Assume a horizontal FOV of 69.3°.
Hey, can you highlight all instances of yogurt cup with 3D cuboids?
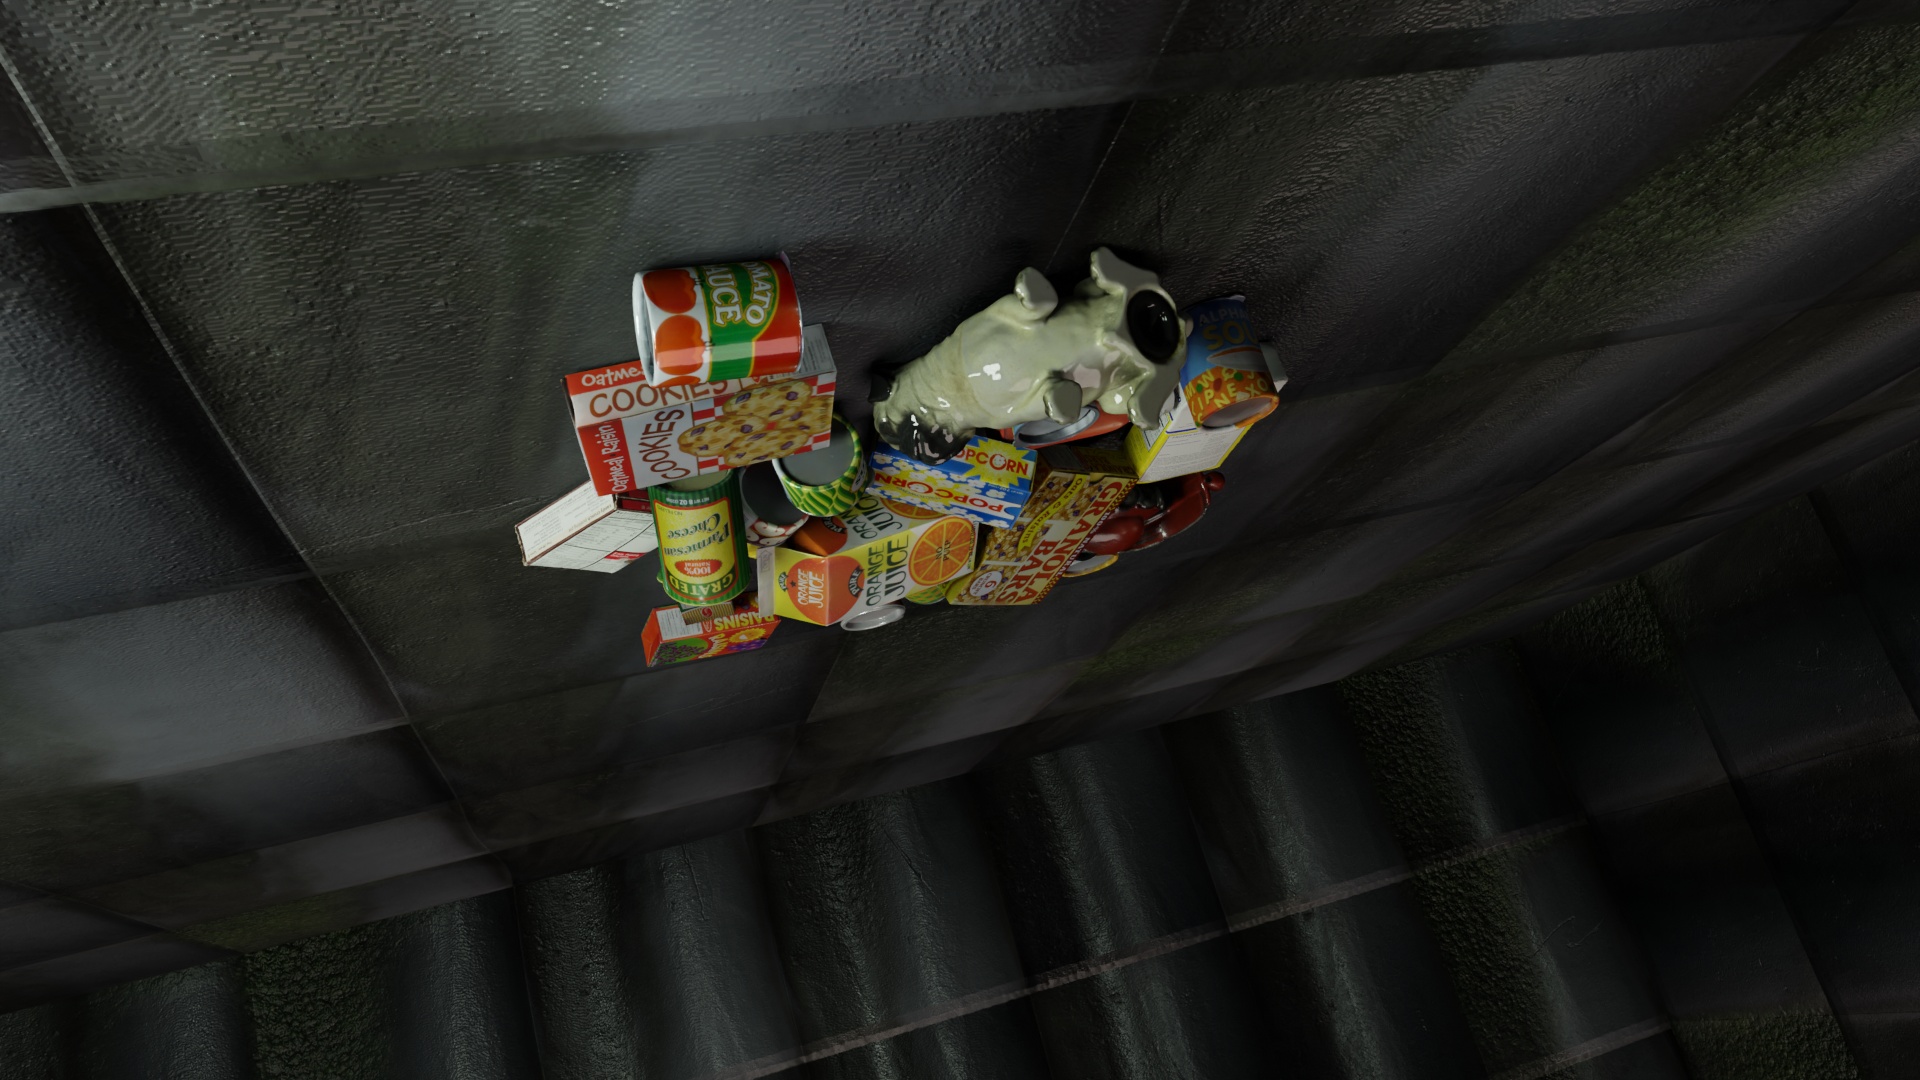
[{"bbox_3d":[-0.096,0.057,1.427,0.072,0.054,0.072,-15,163,-5],"label":"yogurt cup"}]

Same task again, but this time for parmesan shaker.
[{"bbox_3d":[-0.194,-0.012,1.017,0.071,0.071,0.102,-12,129,-14],"label":"parmesan shaker"}]

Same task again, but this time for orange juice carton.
[{"bbox_3d":[-0.082,0.007,1.146,0.193,0.073,0.071,-19,133,-31],"label":"orange juice carton"}]

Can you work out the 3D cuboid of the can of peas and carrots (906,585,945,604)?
[{"bbox_3d":[-0.043,0.025,1.357,0.071,0.071,0.058,-19,162,8],"label":"can of peas and carrots"}]

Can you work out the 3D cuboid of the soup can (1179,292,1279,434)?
[{"bbox_3d":[0.197,-0.132,1.044,0.071,0.084,0.071,-15,163,-5],"label":"soup can"}]

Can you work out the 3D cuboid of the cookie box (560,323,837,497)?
[{"bbox_3d":[-0.171,-0.085,0.924,0.168,0.040,0.122,-14,163,-13],"label":"cookie box"}]

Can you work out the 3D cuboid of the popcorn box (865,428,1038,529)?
[{"bbox_3d":[-0.010,-0.054,1.093,0.127,0.038,0.085,14,158,-4],"label":"popcorn box"}]

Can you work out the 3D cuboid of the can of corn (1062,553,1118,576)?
[{"bbox_3d":[0.127,0.000,1.450,0.071,0.058,0.071,-15,163,-4],"label":"can of corn"}]

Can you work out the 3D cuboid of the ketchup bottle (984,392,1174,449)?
[{"bbox_3d":[0.096,-0.104,1.107,0.149,0.043,0.064,-13,163,-13],"label":"ketchup bottle"}]

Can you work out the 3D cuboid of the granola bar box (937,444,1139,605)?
[{"bbox_3d":[0.067,-0.011,1.235,0.124,0.039,0.164,2,133,-47],"label":"granola bar box"}]

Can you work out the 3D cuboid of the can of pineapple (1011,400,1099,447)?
[{"bbox_3d":[0.062,-0.110,1.033,0.071,0.058,0.070,-15,163,-5],"label":"can of pineapple"}]

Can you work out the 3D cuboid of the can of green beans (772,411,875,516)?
[{"bbox_3d":[-0.103,-0.058,1.029,0.071,0.071,0.057,-15,163,-4],"label":"can of green beans"}]

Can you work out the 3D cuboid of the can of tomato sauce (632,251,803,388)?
[{"bbox_3d":[-0.137,-0.124,0.783,0.083,0.071,0.071,-10,162,-20],"label":"can of tomato sauce"}]

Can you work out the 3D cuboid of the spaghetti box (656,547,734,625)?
[{"bbox_3d":[-0.236,0.027,1.242,0.050,0.029,0.249,-14,163,-10],"label":"spaghetti box"}]

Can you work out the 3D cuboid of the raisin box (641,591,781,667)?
[{"bbox_3d":[-0.254,0.089,1.410,0.124,0.040,0.085,-9,161,-25],"label":"raisin box"}]

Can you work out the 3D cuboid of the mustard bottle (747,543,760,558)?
[{"bbox_3d":[-0.150,-0.007,1.177,0.065,0.049,0.160,-33,157,36],"label":"mustard bottle"}]

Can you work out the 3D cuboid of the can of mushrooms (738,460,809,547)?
[{"bbox_3d":[-0.147,-0.032,1.073,0.071,0.071,0.033,-4,158,-36],"label":"can of mushrooms"}]
